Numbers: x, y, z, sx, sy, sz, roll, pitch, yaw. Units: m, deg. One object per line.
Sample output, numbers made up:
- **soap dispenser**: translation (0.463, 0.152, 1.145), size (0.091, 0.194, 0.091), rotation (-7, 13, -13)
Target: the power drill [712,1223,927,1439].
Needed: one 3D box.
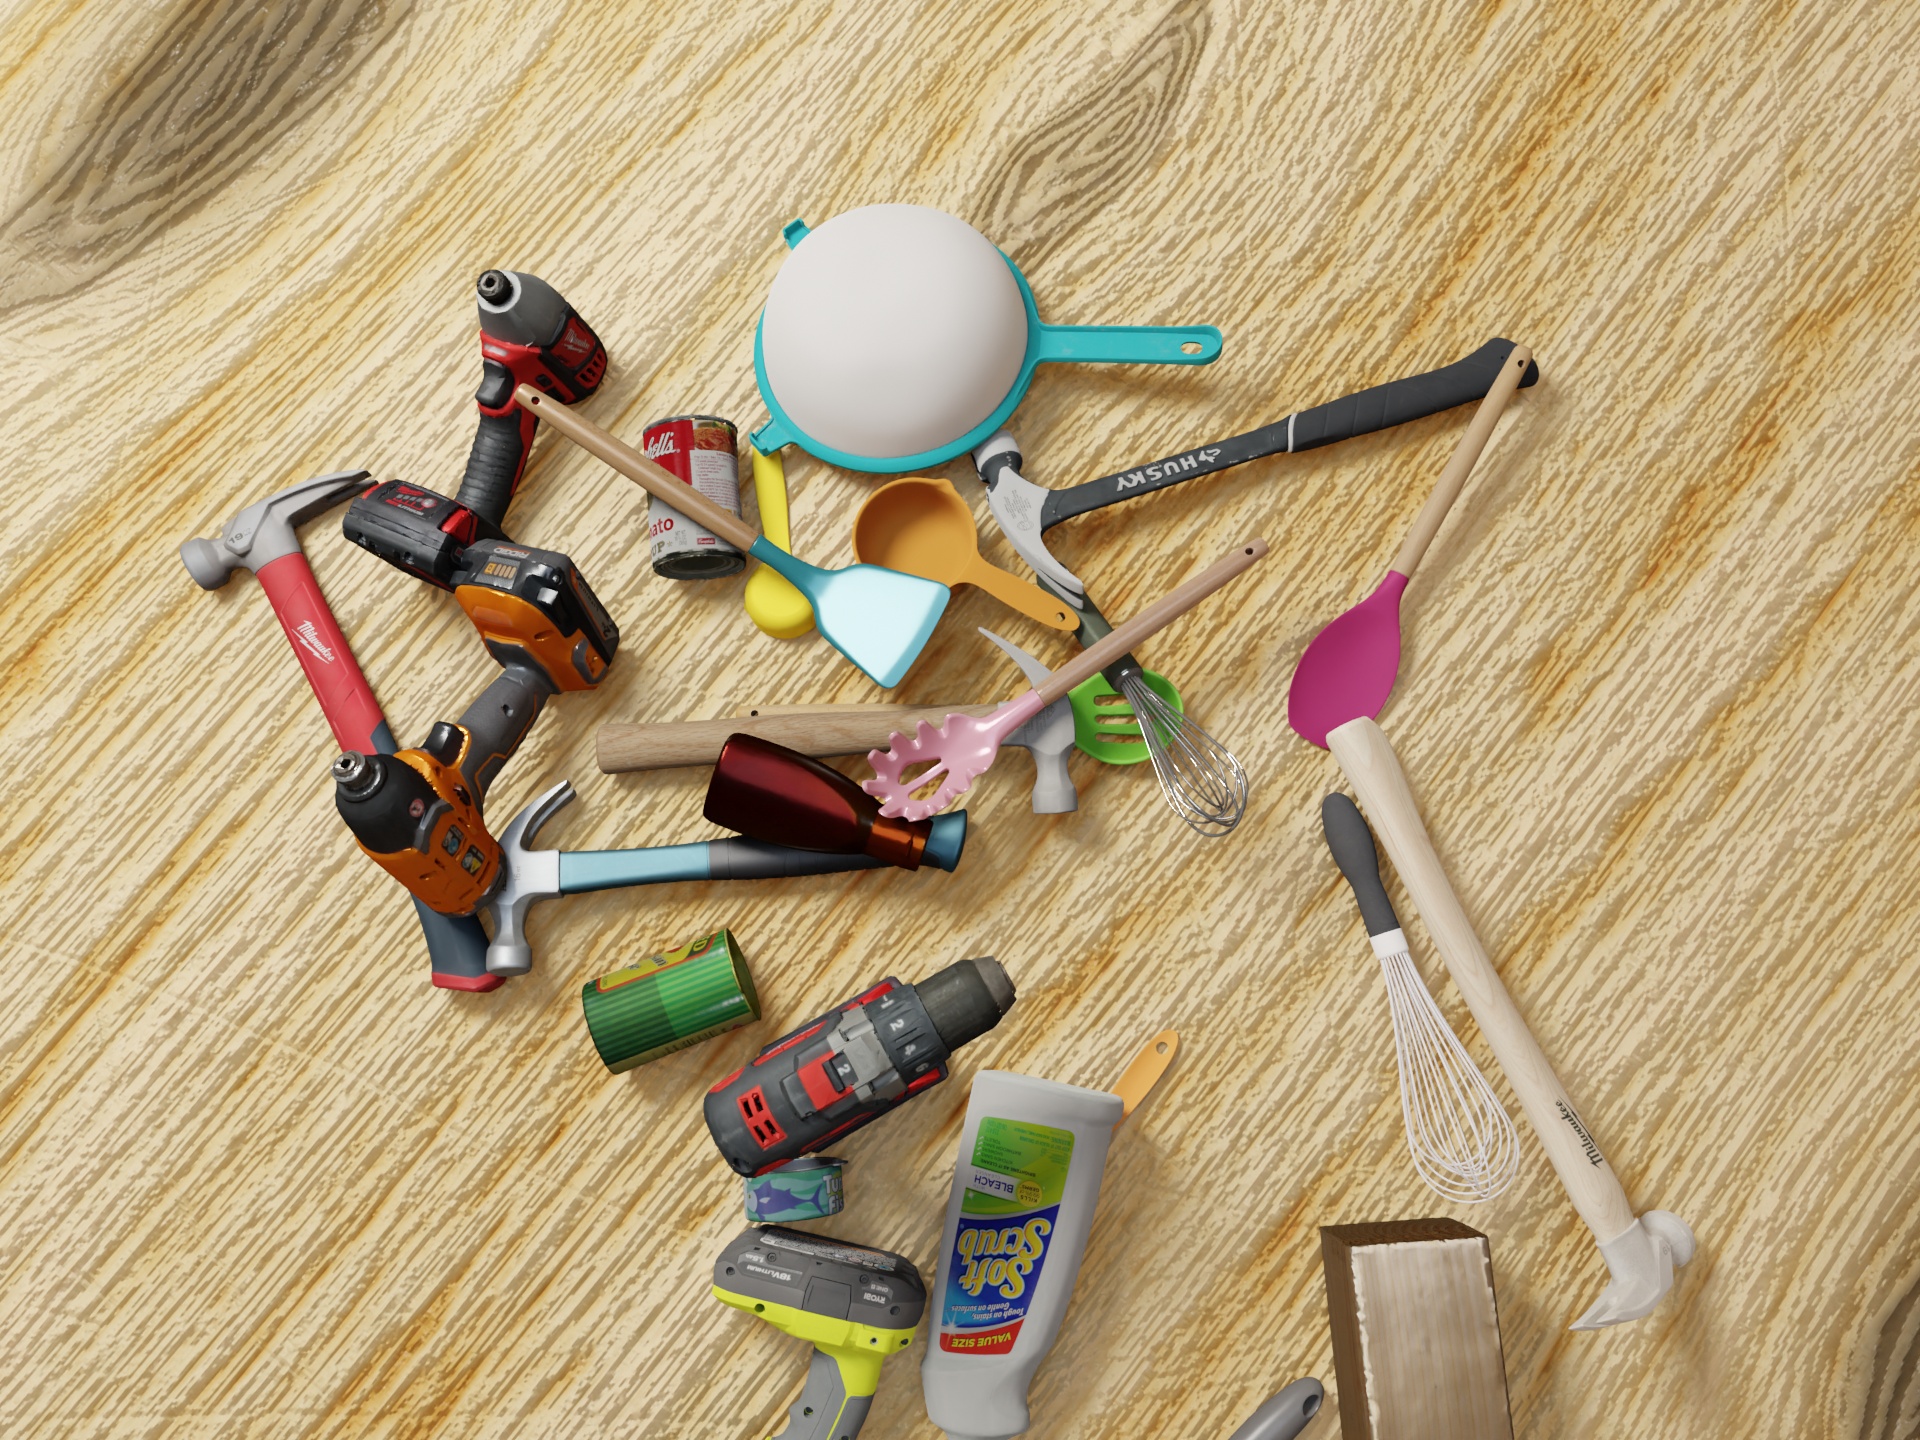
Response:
- **power drill**: translation (-0.124, 0.449, 1.014), size (0.190, 0.080, 0.228), rotation (12, 83, 2)

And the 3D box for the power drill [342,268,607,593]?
- **power drill**: translation (-0.328, -0.200, 1.099), size (0.078, 0.143, 0.220), rotation (22, 83, 12)

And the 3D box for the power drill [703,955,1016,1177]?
- **power drill**: translation (-0.054, 0.204, 0.979), size (0.188, 0.226, 0.080), rotation (-29, 81, -4)

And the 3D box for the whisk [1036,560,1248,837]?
- **whisk**: translation (0.118, -0.021, 1.081), size (0.057, 0.059, 0.247), rotation (-3, 49, -40)

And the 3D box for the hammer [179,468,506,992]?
- **hammer**: translation (-0.401, 0.010, 1.114), size (0.143, 0.038, 0.386), rotation (-28, 81, -6)

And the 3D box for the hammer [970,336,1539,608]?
- **hammer**: translation (0.221, -0.197, 1.136), size (0.409, 0.036, 0.149), rotation (-18, 62, -6)

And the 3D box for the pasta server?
- **pasta server**: translation (0.074, -0.032, 1.054), size (0.316, 0.040, 0.060), rotation (-34, 77, -4)

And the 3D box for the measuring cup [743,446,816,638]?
- **measuring cup**: translation (-0.133, -0.137, 1.142), size (0.062, 0.029, 0.156), rotation (-9, 81, -1)

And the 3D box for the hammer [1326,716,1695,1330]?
- **hammer**: translation (0.344, 0.186, 1.044), size (0.038, 0.146, 0.411), rotation (-36, 73, 38)

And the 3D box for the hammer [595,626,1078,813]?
- **hammer**: translation (-0.087, 0.007, 1.096), size (0.331, 0.031, 0.130), rotation (-3, 89, 4)

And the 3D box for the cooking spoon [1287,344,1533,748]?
- **cooking spoon**: translation (0.323, -0.125, 1.126), size (0.068, 0.017, 0.319), rotation (29, 89, -5)

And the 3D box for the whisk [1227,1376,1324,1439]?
- **whisk**: translation (0.142, 0.503, 1.018), size (0.239, 0.055, 0.055), rotation (-38, 82, -11)

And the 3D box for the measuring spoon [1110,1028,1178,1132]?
- **measuring spoon**: translation (0.111, 0.258, 1.081), size (0.021, 0.011, 0.117), rotation (36, 78, 17)

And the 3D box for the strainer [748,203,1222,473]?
- **strainer**: translation (0.011, -0.283, 1.109), size (0.340, 0.095, 0.211), rotation (3, 72, 10)

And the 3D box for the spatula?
- **spatula**: translation (-0.159, -0.136, 1.069), size (0.317, 0.044, 0.082), rotation (32, 85, -8)

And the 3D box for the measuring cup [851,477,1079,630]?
- **measuring cup**: translation (0.006, -0.102, 1.123), size (0.173, 0.052, 0.095), rotation (29, 82, 5)

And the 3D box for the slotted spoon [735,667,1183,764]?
- **slotted spoon**: translation (-0.002, -0.004, 1.120), size (0.314, 0.031, 0.070), rotation (0, 79, 2)

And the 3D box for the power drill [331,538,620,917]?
- **power drill**: translation (-0.318, -0.004, 1.032), size (0.084, 0.164, 0.227), rotation (12, 64, 18)

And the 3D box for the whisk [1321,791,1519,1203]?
- **whisk**: translation (0.302, 0.181, 1.072), size (0.070, 0.070, 0.285), rotation (-17, 75, -3)

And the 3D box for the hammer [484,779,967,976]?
- **hammer**: translation (-0.158, 0.096, 1.092), size (0.331, 0.033, 0.128), rotation (-5, 70, -3)
